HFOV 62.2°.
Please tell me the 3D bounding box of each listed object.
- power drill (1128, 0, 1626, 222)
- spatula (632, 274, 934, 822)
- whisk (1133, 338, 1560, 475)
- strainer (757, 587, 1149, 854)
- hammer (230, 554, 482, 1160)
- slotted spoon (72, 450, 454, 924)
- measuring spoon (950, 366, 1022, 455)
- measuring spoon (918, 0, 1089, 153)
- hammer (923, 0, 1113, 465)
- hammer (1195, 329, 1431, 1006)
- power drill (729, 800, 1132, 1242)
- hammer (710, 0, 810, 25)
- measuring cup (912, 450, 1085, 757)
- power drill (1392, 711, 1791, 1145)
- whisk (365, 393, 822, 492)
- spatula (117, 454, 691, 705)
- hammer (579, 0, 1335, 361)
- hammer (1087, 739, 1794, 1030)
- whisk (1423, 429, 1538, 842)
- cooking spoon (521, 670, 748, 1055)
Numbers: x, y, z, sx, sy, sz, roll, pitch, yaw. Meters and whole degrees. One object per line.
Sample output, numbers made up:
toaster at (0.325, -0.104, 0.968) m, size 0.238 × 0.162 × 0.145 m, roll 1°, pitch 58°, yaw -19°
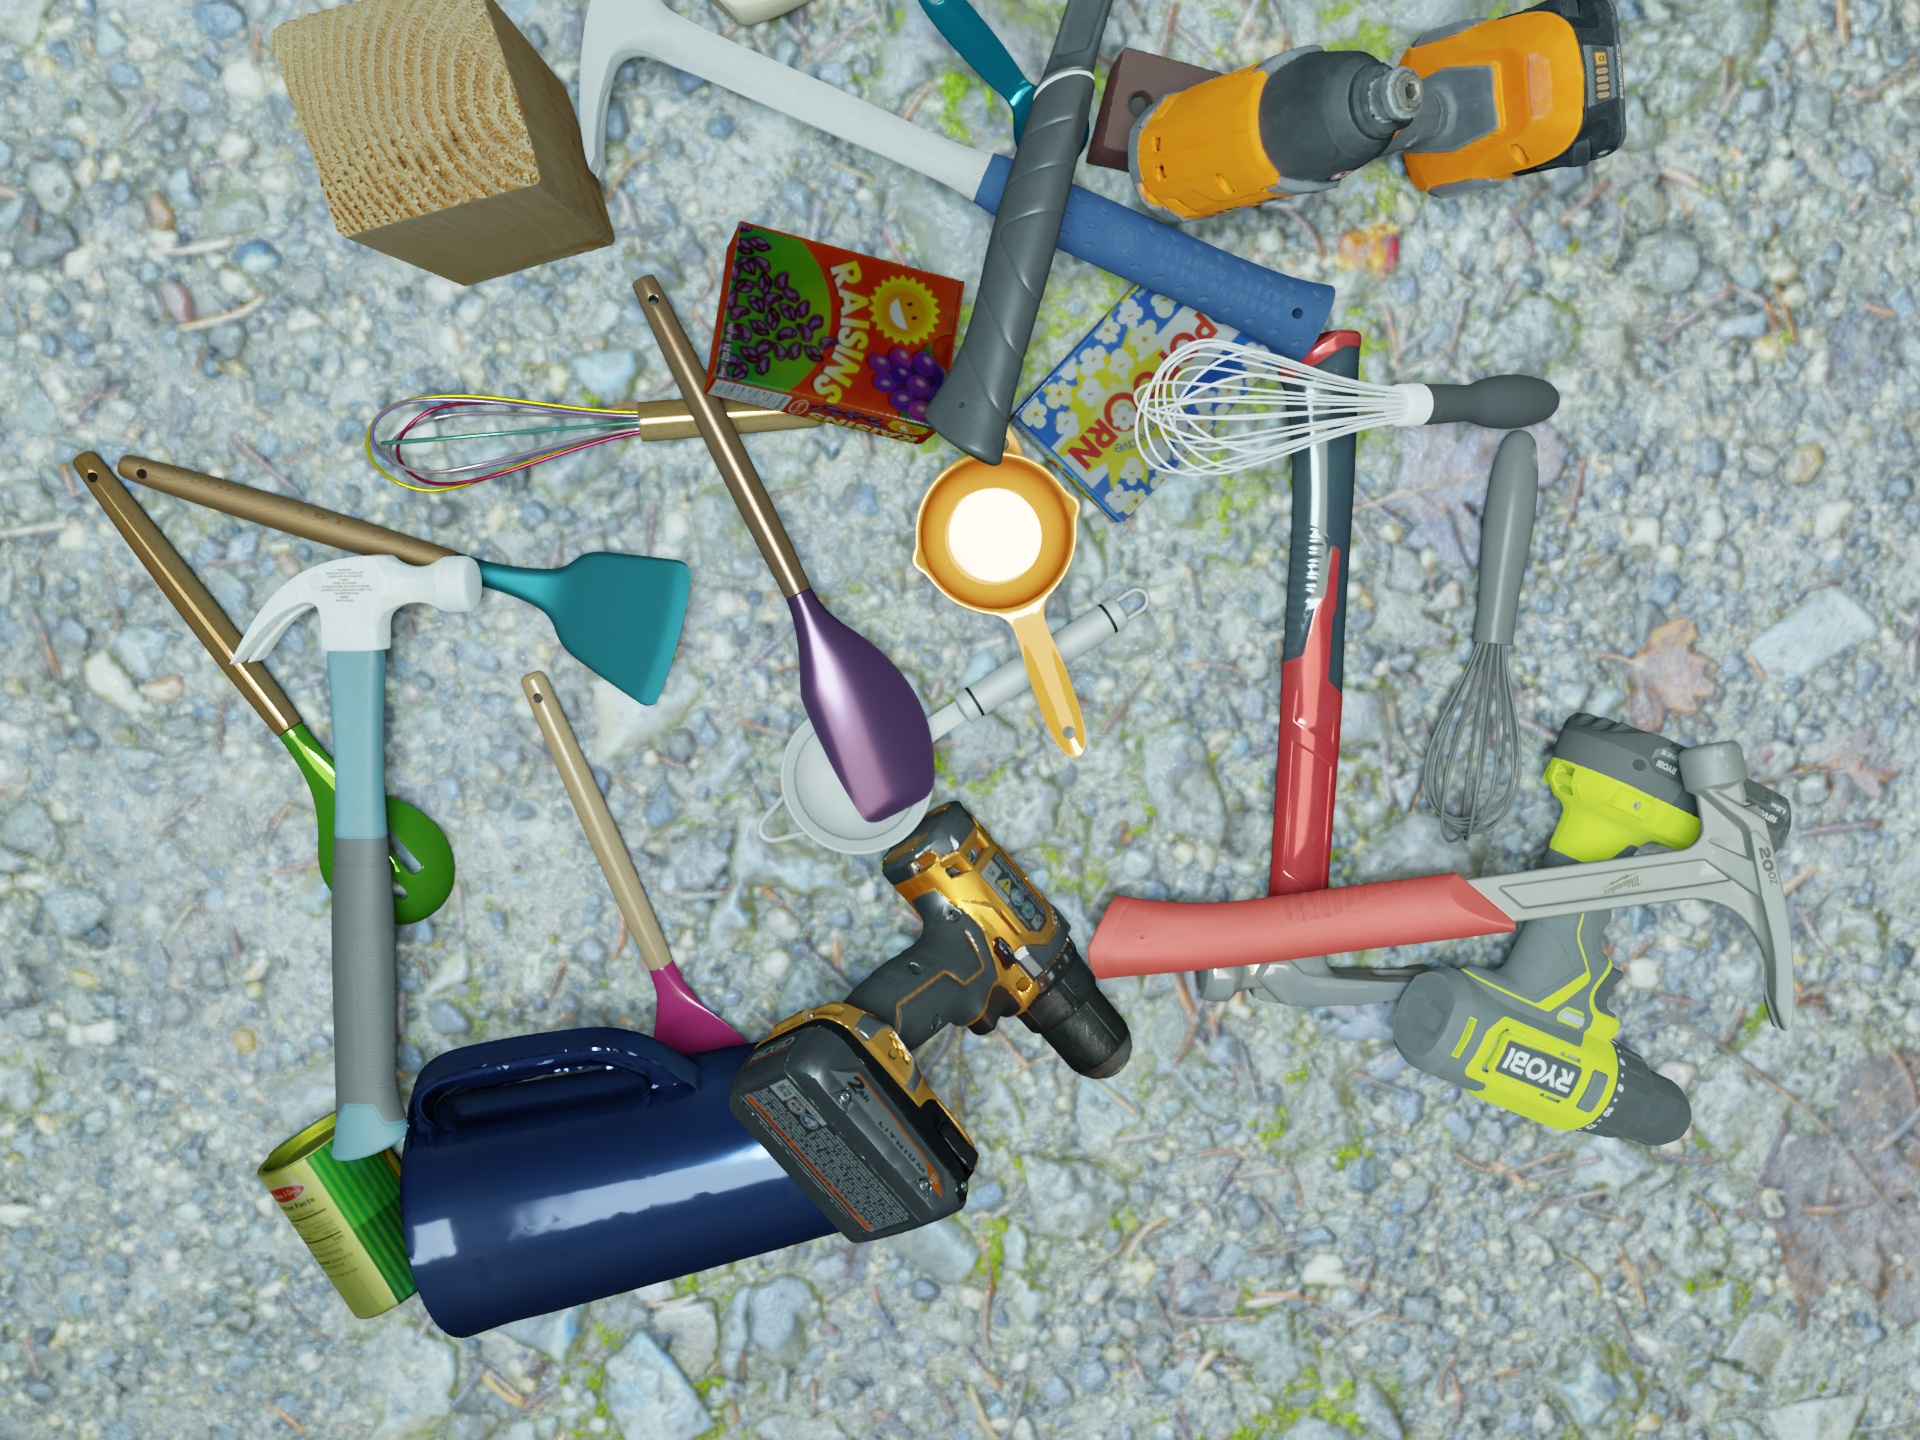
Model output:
power drill at (0.216, -0.294, 0.769) m, size 0.226 × 0.164 × 0.084 m, roll -18°, pitch 106°, yaw -27°
spatula at (-0.097, -0.093, 0.858) m, size 0.060 × 0.018 × 0.316 m, roll -28°, pitch 98°, yaw -10°
whisk at (0.211, -0.165, 0.840) m, size 0.284 × 0.070 × 0.070 m, roll -7°, pitch 101°, yaw -27°
strainer at (-0.001, -0.003, 0.903) m, size 0.258 × 0.050 × 0.087 m, roll -32°, pitch 88°, yaw -3°
hammer at (-0.323, 0.076, 0.862) m, size 0.128 × 0.033 × 0.331 m, roll 1°, pitch 96°, yaw 4°
slotted spoon at (-0.391, -0.015, 0.886) m, size 0.070 × 0.031 × 0.313 m, roll -34°, pitch 98°, yaw -2°
measuring spoon at (-0.008, -0.185, 0.887) m, size 0.117 × 0.011 × 0.021 m, roll 44°, pitch 76°, yaw -12°
measuring spoon at (0.022, -0.342, 0.836) m, size 0.042 × 0.021 × 0.128 m, roll -44°, pitch 117°, yaw 10°
hammer at (0.061, -0.322, 0.765) m, size 0.149 × 0.036 × 0.409 m, roll 15°, pitch 89°, yaw 25°
hammer at (0.217, -0.025, 0.912) m, size 0.143 × 0.038 × 0.386 m, roll 1°, pitch 100°, yaw -5°
power drill at (-0.001, 0.173, 0.855) m, size 0.084 × 0.226 × 0.185 m, roll -32°, pitch 103°, yaw 40°
hammer at (0.060, -0.443, 0.832) m, size 0.410 × 0.038 × 0.146 m, roll -11°, pitch 99°, yaw -1°
measuring cup at (0.033, -0.063, 0.882) m, size 0.095 × 0.052 × 0.173 m, roll -20°, pitch 96°, yaw 0°
power drill at (0.376, 0.129, 0.915) m, size 0.190 × 0.080 × 0.228 m, roll 23°, pitch 94°, yaw -16°
whisk at (-0.196, -0.157, 0.865) m, size 0.245 × 0.051 × 0.047 m, roll -6°, pitch 90°, yaw -8°
spatula at (-0.305, -0.093, 0.868) m, size 0.317 × 0.044 × 0.082 m, roll 16°, pitch 102°, yaw -5°
hammer at (-0.001, -0.278, 0.819) m, size 0.405 × 0.035 × 0.144 m, roll 22°, pitch 97°, yaw -6°
hammer at (0.248, 0.112, 0.862) m, size 0.359 × 0.036 × 0.149 m, roll -10°, pitch 81°, yaw 15°
whisk at (0.302, -0.046, 0.910) m, size 0.055 × 0.055 × 0.239 m, roll 6°, pitch 95°, yaw -4°
cooking spoon at (-0.184, 0.119, 0.924) m, size 0.069 × 0.017 × 0.318 m, roll -20°, pitch 101°, yaw 7°
